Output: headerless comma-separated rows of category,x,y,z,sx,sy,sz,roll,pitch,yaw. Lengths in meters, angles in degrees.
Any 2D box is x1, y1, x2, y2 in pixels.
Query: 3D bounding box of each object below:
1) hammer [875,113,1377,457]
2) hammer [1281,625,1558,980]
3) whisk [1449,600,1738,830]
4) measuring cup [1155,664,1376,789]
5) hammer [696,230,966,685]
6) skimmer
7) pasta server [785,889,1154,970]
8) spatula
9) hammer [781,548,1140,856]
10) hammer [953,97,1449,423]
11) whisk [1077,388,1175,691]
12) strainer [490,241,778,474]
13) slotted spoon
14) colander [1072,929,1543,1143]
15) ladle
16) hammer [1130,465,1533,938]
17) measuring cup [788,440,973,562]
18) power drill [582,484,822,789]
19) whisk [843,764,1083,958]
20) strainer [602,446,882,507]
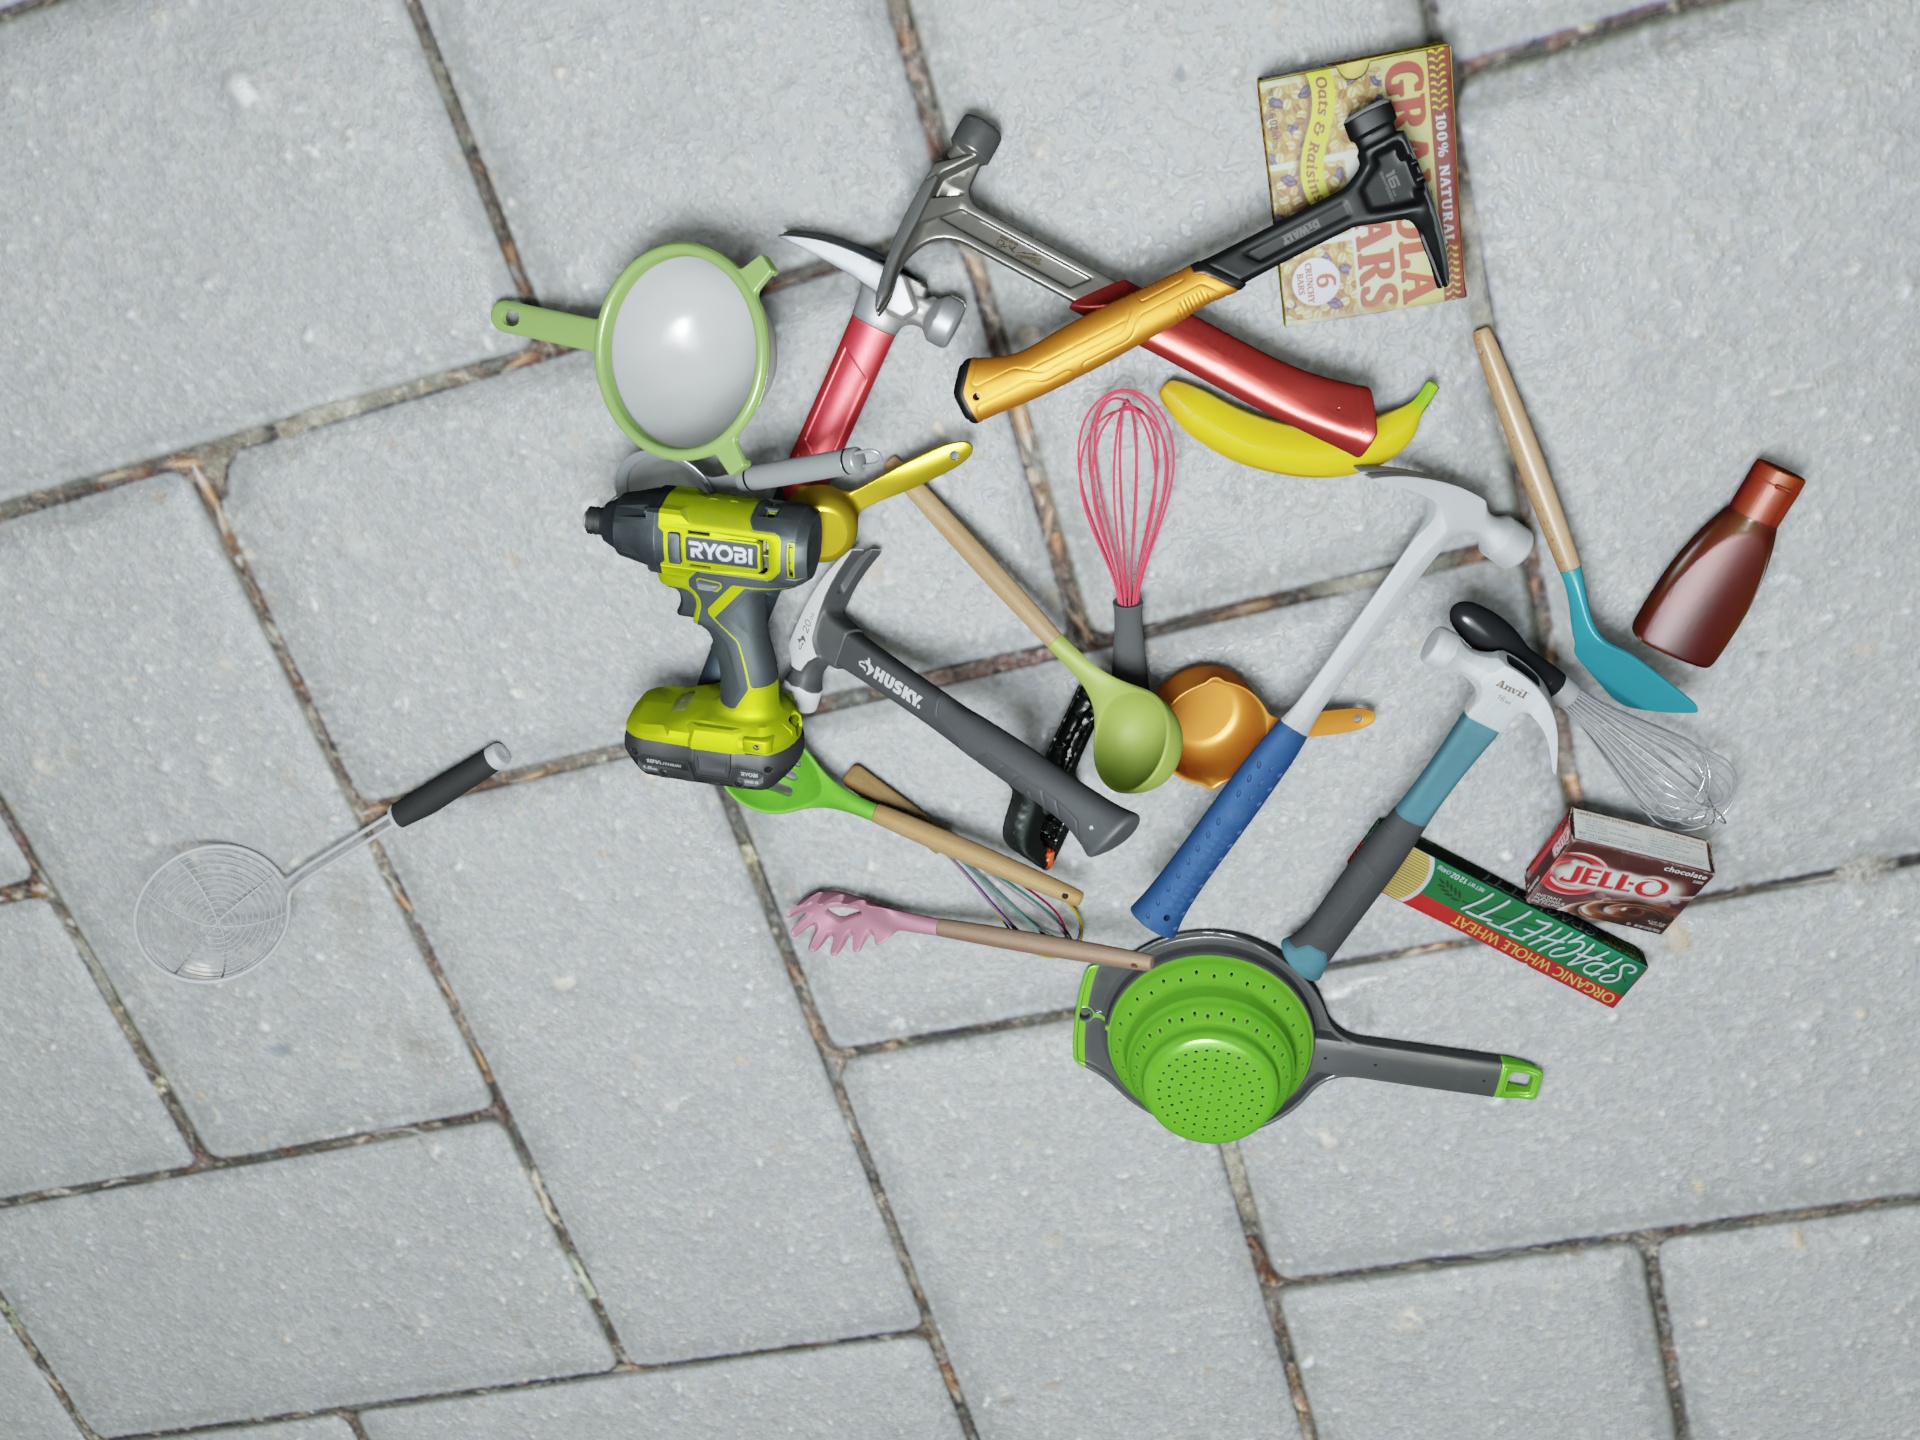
hammer,0.123,-0.272,1.110,0.359,0.037,0.149,28,96,-1
hammer,0.338,0.082,1.223,0.128,0.033,0.330,25,125,-1
whisk,0.470,-0.005,1.180,0.284,0.070,0.070,35,114,-15
measuring cup,0.232,-0.003,1.241,0.173,0.052,0.095,-6,115,-6
hammer,-0.139,-0.176,1.220,0.143,0.038,0.386,26,114,-3
skimmer,-0.552,0.111,1.375,0.363,0.090,0.127,-29,75,16
pasta server,0.005,0.181,1.320,0.316,0.040,0.060,6,128,22
spatula,0.439,-0.138,1.150,0.044,0.082,0.317,-27,101,-13
hammer,-0.002,-0.004,1.179,0.335,0.035,0.146,34,114,32
hammer,0.153,-0.278,1.065,0.337,0.034,0.127,-24,100,11
whisk,0.127,-0.107,1.205,0.073,0.073,0.295,0,120,8
strainer,-0.230,-0.277,1.169,0.256,0.069,0.151,17,106,26
slotted spoon,-0.047,0.087,1.295,0.314,0.031,0.070,22,107,3
colander,0.291,0.297,1.335,0.397,0.094,0.204,7,114,5
ladle,0.048,-0.076,1.191,0.320,0.062,0.078,48,123,4
hammer,0.252,-0.006,1.193,0.144,0.035,0.405,27,107,-20
measuring cup,-0.060,-0.165,1.179,0.156,0.029,0.062,-25,122,11
power drill,-0.193,-0.066,1.195,0.171,0.080,0.223,8,122,6
whisk,0.002,0.119,1.328,0.245,0.051,0.047,37,119,-5
strainer,-0.162,-0.177,1.173,0.258,0.050,0.086,-3,131,33
